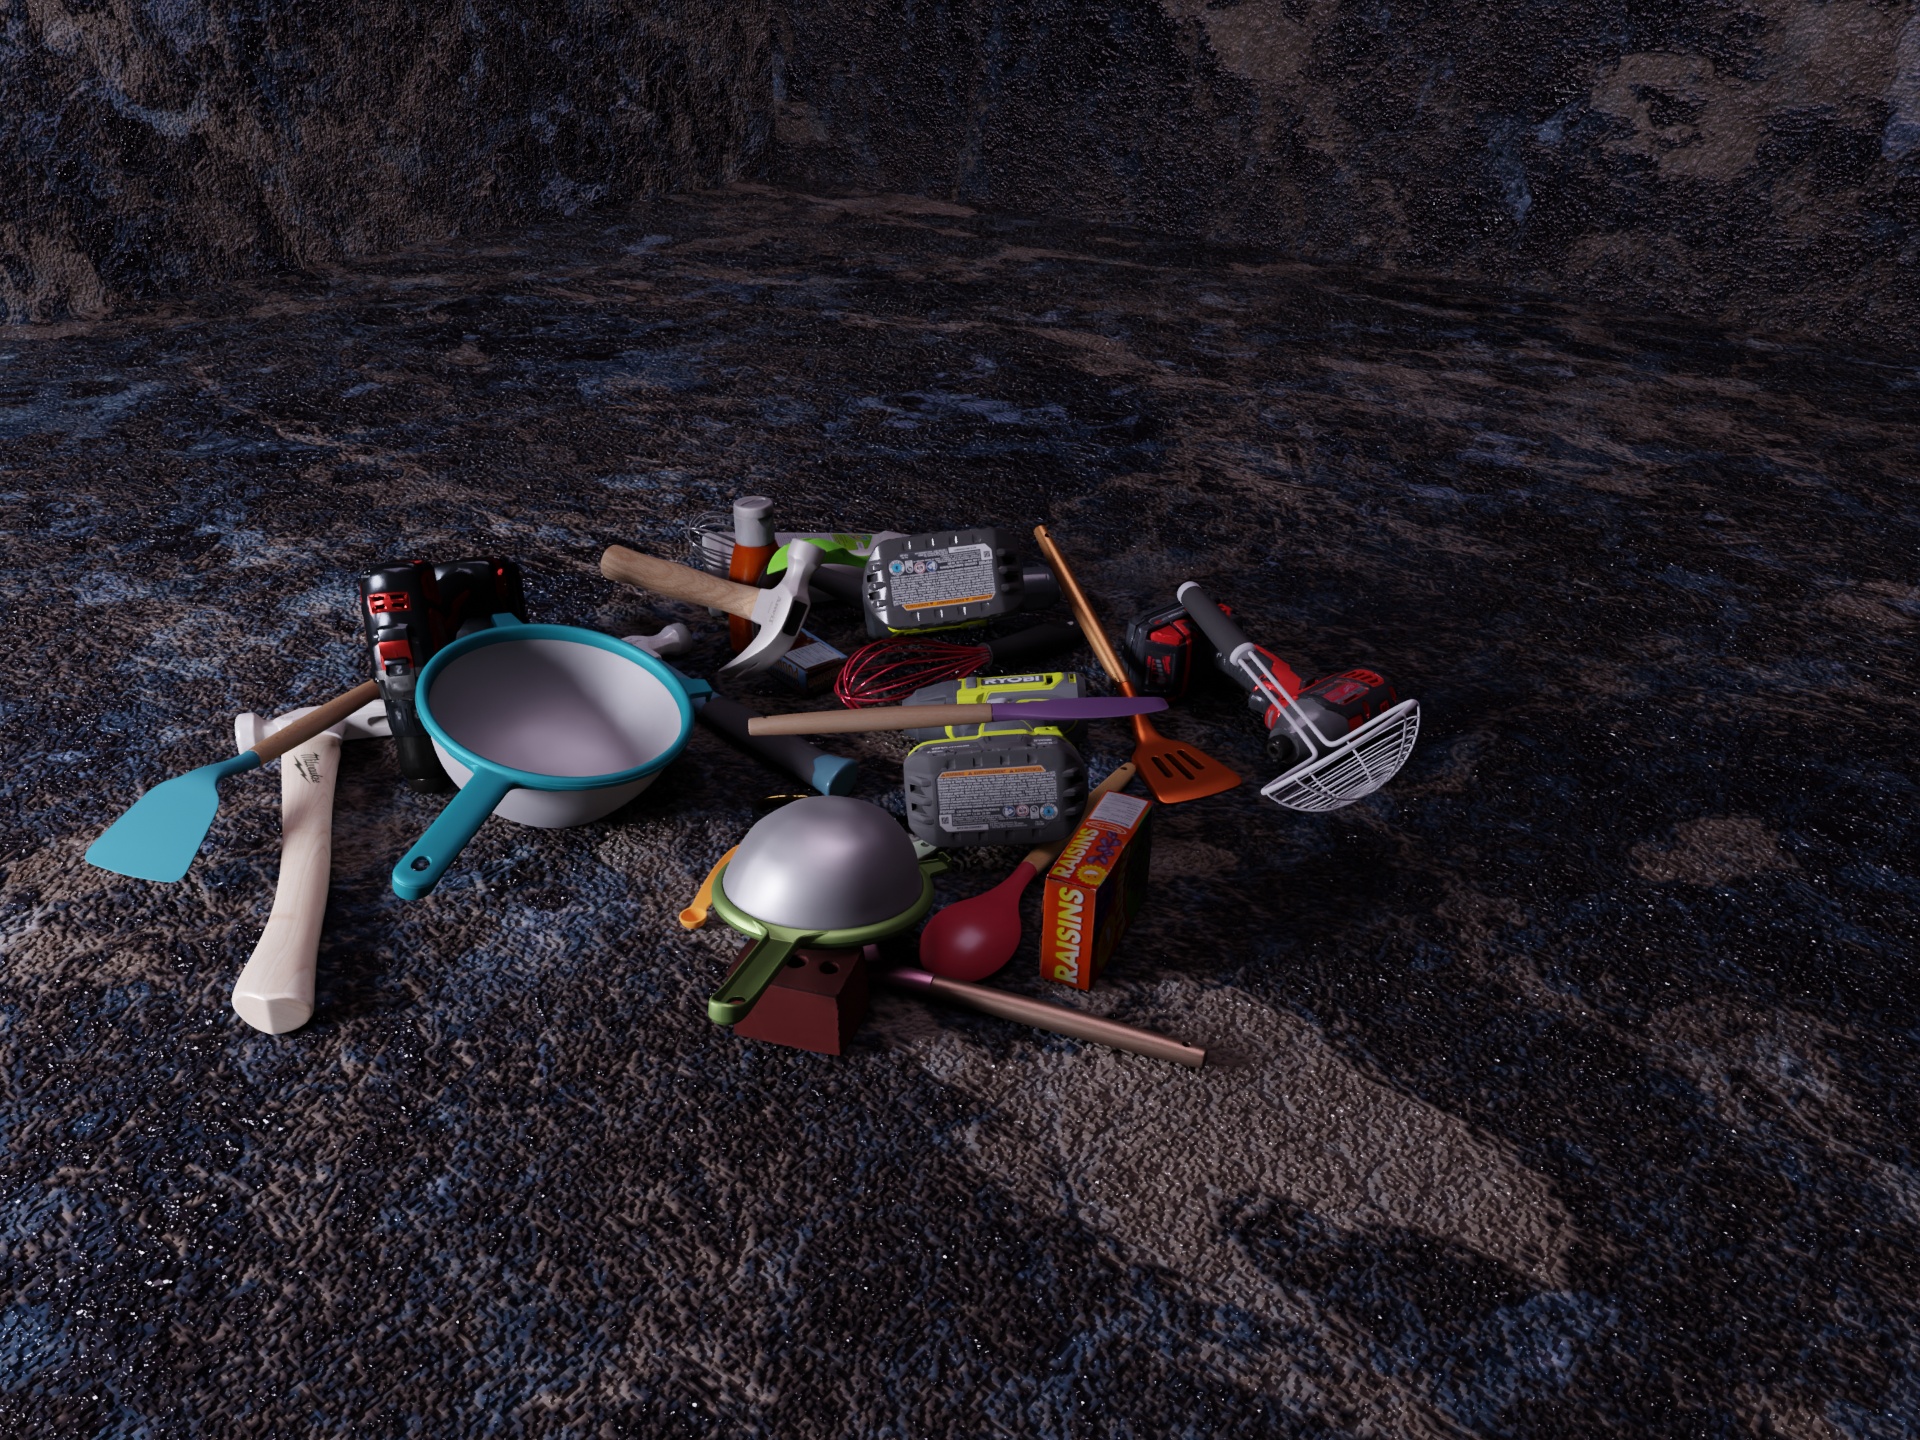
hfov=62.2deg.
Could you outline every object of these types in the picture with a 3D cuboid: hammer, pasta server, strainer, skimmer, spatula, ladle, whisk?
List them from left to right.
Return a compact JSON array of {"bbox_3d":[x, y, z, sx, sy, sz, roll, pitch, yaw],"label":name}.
[{"bbox_3d":[-0.538,0.030,1.248,0.082,0.044,0.317,10,25,14],"label":"spatula"},{"bbox_3d":[-0.482,0.092,1.196,0.146,0.038,0.411,-7,30,-15],"label":"hammer"},{"bbox_3d":[-0.336,0.051,1.204,0.211,0.095,0.341,19,34,3],"label":"strainer"},{"bbox_3d":[-0.244,-0.121,1.465,0.031,0.130,0.331,20,-2,-42],"label":"hammer"},{"bbox_3d":[-0.204,-0.007,1.380,0.128,0.033,0.331,-24,37,-38],"label":"hammer"},{"bbox_3d":[-0.160,-0.146,1.550,0.238,0.055,0.055,20,24,-18],"label":"whisk"},{"bbox_3d":[-0.105,0.107,1.022,0.151,0.069,0.256,8,20,12],"label":"strainer"},{"bbox_3d":[-0.002,-0.004,1.196,0.316,0.018,0.060,-3,13,1],"label":"spatula"},{"bbox_3d":[0.007,-0.056,1.450,0.295,0.073,0.073,-17,32,-39],"label":"whisk"},{"bbox_3d":[0.008,0.174,1.043,0.316,0.040,0.060,12,28,19],"label":"pasta server"},{"bbox_3d":[0.064,0.101,1.191,0.069,0.031,0.315,15,30,26],"label":"ladle"},{"bbox_3d":[0.135,-0.054,1.380,0.081,0.041,0.323,-12,58,-22],"label":"spatula"},{"bbox_3d":[0.239,-0.044,1.254,0.127,0.090,0.364,-32,35,3],"label":"skimmer"}]

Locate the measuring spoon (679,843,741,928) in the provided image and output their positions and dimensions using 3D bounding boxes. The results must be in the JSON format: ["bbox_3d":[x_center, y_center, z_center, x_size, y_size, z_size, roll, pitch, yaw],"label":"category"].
[{"bbox_3d":[-0.178,0.122,1.172,0.021,0.011,0.117,6,26,13],"label":"measuring spoon"}]

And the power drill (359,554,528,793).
[{"bbox_3d":[-0.435,-0.049,1.350,0.080,0.188,0.227,-5,10,2],"label":"power drill"}]

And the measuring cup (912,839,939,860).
[{"bbox_3d":[-0.085,0.104,1.169,0.167,0.038,0.083,-20,34,-28],"label":"measuring cup"}]

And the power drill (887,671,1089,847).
[{"bbox_3d":[0.020,0.021,1.269,0.171,0.080,0.223,-4,19,2],"label":"power drill"}]

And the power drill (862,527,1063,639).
[{"bbox_3d":[0.002,-0.120,1.448,0.190,0.080,0.228,-7,-1,1],"label":"power drill"}]

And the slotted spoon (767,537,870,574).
[{"bbox_3d":[-0.070,-0.153,1.550,0.070,0.031,0.313,-15,-8,37],"label":"slotted spoon"}]

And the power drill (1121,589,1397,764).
[{"bbox_3d":[0.251,-0.030,1.381,0.143,0.078,0.220,-25,40,-37],"label":"power drill"}]
